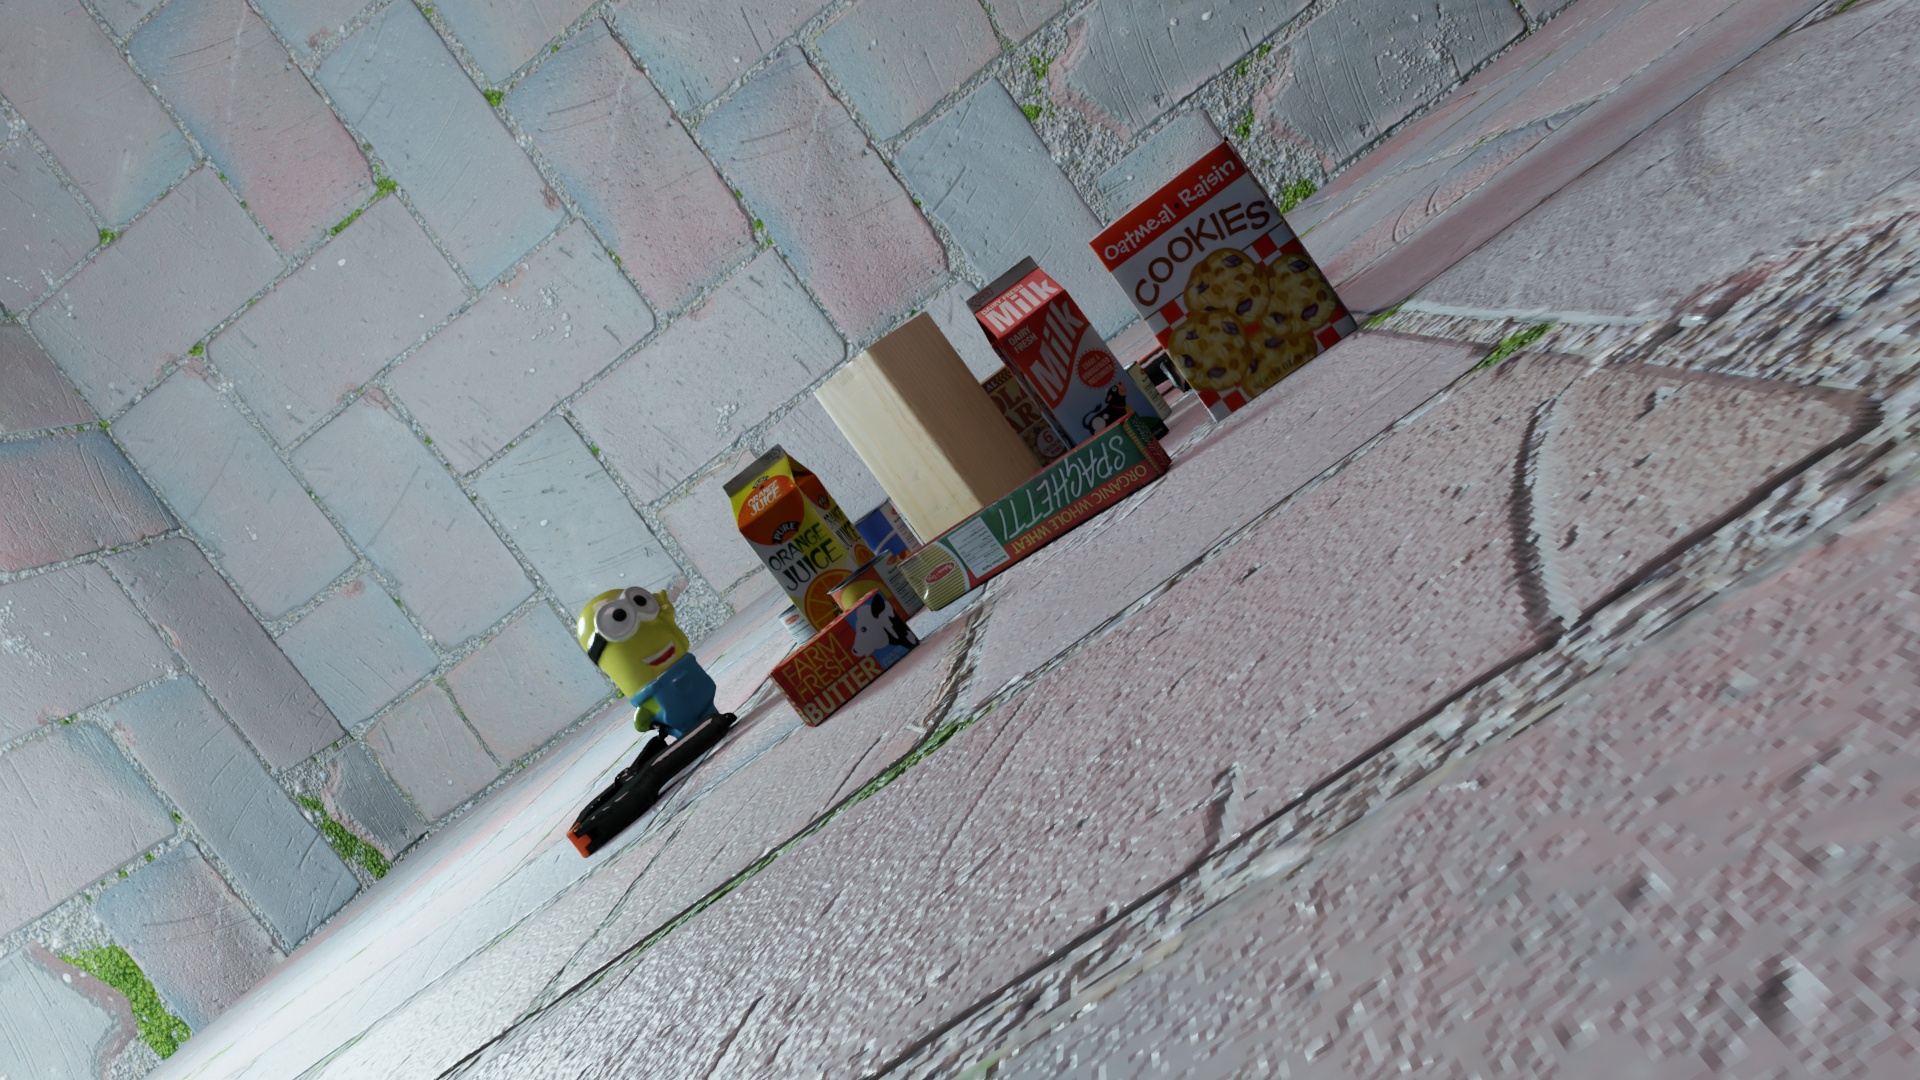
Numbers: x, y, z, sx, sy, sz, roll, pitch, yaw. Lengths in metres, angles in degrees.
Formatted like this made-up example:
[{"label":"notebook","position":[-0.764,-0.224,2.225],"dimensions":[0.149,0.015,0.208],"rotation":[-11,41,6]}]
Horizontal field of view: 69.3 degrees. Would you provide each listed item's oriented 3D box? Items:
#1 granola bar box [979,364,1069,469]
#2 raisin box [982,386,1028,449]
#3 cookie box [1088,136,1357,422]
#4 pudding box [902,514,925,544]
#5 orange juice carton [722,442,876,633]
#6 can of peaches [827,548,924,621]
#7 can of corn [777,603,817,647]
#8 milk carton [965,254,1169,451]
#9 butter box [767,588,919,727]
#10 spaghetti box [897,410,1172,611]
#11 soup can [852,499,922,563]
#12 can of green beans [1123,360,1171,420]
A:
[{"label":"granola bar box","position":[0.033,-0.106,1.540],"dimensions":[0.166,0.124,0.039],"rotation":[-38,5,-11]},{"label":"raisin box","position":[0.033,-0.095,1.445],"dimensions":[0.040,0.123,0.086],"rotation":[-34,6,25]},{"label":"cookie box","position":[0.193,-0.191,1.025],"dimensions":[0.122,0.167,0.040],"rotation":[-35,5,20]},{"label":"pudding box","position":[-0.031,-0.030,1.684],"dimensions":[0.030,0.049,0.083],"rotation":[-40,6,-32]},{"label":"orange juice carton","position":[-0.139,0.006,1.295],"dimensions":[0.071,0.192,0.073],"rotation":[-36,5,13]},{"label":"can of peaches","position":[-0.074,0.051,1.224],"dimensions":[0.071,0.058,0.071],"rotation":[-36,5,4]},{"label":"can of corn","position":[-0.137,0.078,1.384],"dimensions":[0.071,0.058,0.071],"rotation":[-36,5,4]},{"label":"milk carton","position":[0.088,-0.148,1.189],"dimensions":[0.072,0.190,0.073],"rotation":[-37,5,-2]},{"label":"butter box","position":[-0.086,0.086,1.023],"dimensions":[0.104,0.053,0.024],"rotation":[-38,5,-16]},{"label":"spaghetti box","position":[0.052,-0.018,1.060],"dimensions":[0.249,0.050,0.029],"rotation":[-32,6,37]},{"label":"soup can","position":[-0.082,0.010,1.482],"dimensions":[0.071,0.083,0.071],"rotation":[-36,5,4]},{"label":"can of green beans","position":[0.153,-0.124,1.289],"dimensions":[0.071,0.058,0.071],"rotation":[-36,5,4]}]
